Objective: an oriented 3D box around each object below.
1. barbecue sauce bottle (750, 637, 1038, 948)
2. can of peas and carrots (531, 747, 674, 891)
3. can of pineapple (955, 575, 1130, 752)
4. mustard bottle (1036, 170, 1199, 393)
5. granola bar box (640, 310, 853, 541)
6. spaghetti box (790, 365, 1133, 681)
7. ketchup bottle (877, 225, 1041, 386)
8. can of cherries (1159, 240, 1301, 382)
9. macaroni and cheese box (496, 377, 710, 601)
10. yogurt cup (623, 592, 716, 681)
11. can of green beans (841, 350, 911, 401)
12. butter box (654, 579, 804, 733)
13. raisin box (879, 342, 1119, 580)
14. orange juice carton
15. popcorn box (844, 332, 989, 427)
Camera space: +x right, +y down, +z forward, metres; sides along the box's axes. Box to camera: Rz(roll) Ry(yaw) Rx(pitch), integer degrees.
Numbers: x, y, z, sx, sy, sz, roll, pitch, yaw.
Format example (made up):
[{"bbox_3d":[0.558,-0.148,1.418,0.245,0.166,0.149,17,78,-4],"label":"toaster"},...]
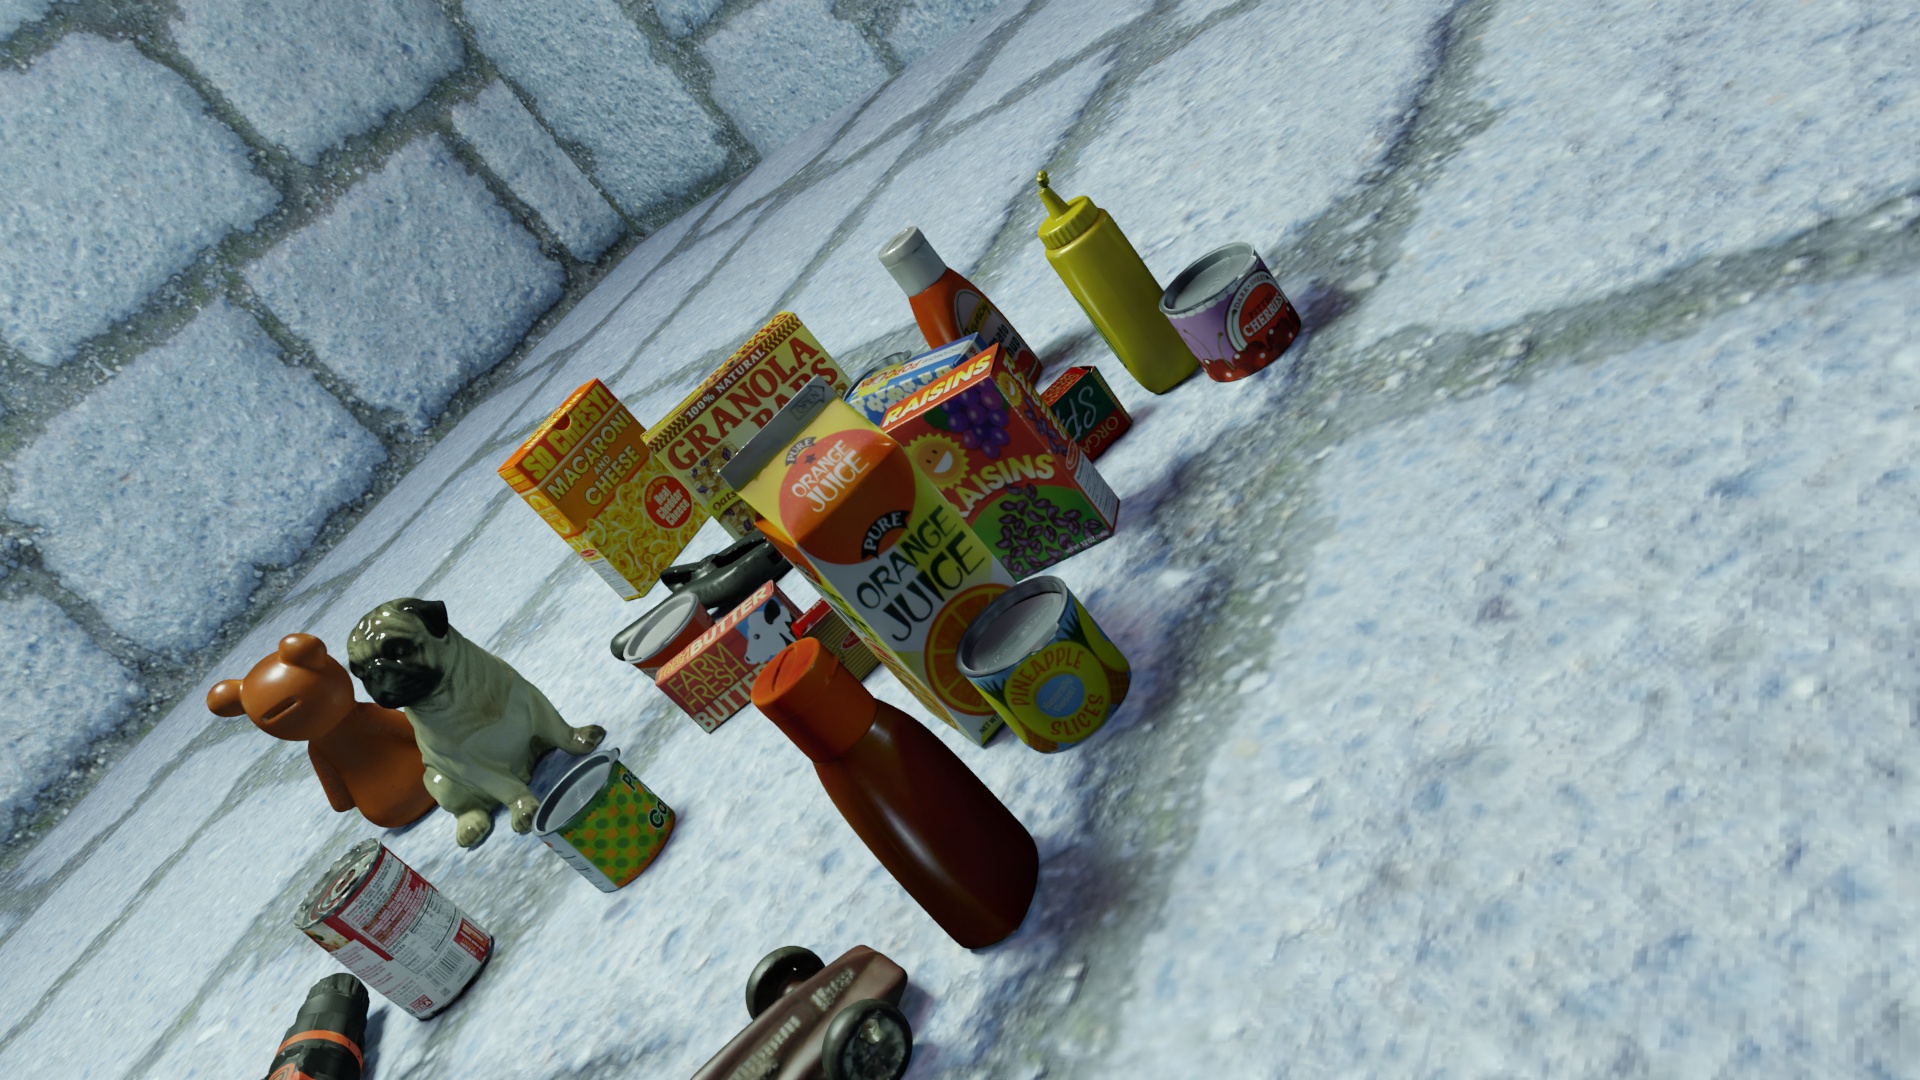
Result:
[{"bbox_3d":[-0.026,0.103,0.581,0.043,0.148,0.065,-29,25,25],"label":"barbecue sauce bottle"},{"bbox_3d":[-0.219,0.172,0.862,0.071,0.058,0.071,-33,24,17],"label":"can of peas and carrots"},{"bbox_3d":[0.041,0.061,0.672,0.071,0.057,0.071,-33,24,17],"label":"can of pineapple"},{"bbox_3d":[0.092,-0.167,0.875,0.048,0.160,0.065,-35,23,13],"label":"mustard bottle"},{"bbox_3d":[-0.169,-0.096,1.187,0.166,0.124,0.039,-43,23,-7],"label":"granola bar box"},{"bbox_3d":[0.003,-0.011,0.868,0.250,0.050,0.029,-43,23,-8],"label":"spaghetti box"},{"bbox_3d":[-0.003,-0.163,1.026,0.043,0.148,0.065,-10,37,50],"label":"ketchup bottle"},{"bbox_3d":[0.165,-0.138,0.843,0.071,0.058,0.072,-33,24,17],"label":"can of cherries"},{"bbox_3d":[-0.319,-0.047,1.271,0.040,0.166,0.124,-14,34,46],"label":"macaroni and cheese box"},{"bbox_3d":[-0.201,0.079,1.009,0.072,0.054,0.073,-33,24,17],"label":"yogurt cup"},{"bbox_3d":[-0.053,-0.109,1.121,0.071,0.057,0.071,-33,24,17],"label":"can of green beans"},{"bbox_3d":[-0.149,0.079,0.932,0.103,0.053,0.024,-38,23,5],"label":"butter box"},{"bbox_3d":[0.022,-0.041,0.799,0.086,0.123,0.040,-27,26,29],"label":"raisin box"},{"bbox_3d":[-0.036,0.010,0.707,0.072,0.192,0.073,-45,23,-12],"label":"orange juice carton"},{"bbox_3d":[-0.012,-0.091,0.991,0.126,0.085,0.038,-13,35,47],"label":"popcorn box"}]
